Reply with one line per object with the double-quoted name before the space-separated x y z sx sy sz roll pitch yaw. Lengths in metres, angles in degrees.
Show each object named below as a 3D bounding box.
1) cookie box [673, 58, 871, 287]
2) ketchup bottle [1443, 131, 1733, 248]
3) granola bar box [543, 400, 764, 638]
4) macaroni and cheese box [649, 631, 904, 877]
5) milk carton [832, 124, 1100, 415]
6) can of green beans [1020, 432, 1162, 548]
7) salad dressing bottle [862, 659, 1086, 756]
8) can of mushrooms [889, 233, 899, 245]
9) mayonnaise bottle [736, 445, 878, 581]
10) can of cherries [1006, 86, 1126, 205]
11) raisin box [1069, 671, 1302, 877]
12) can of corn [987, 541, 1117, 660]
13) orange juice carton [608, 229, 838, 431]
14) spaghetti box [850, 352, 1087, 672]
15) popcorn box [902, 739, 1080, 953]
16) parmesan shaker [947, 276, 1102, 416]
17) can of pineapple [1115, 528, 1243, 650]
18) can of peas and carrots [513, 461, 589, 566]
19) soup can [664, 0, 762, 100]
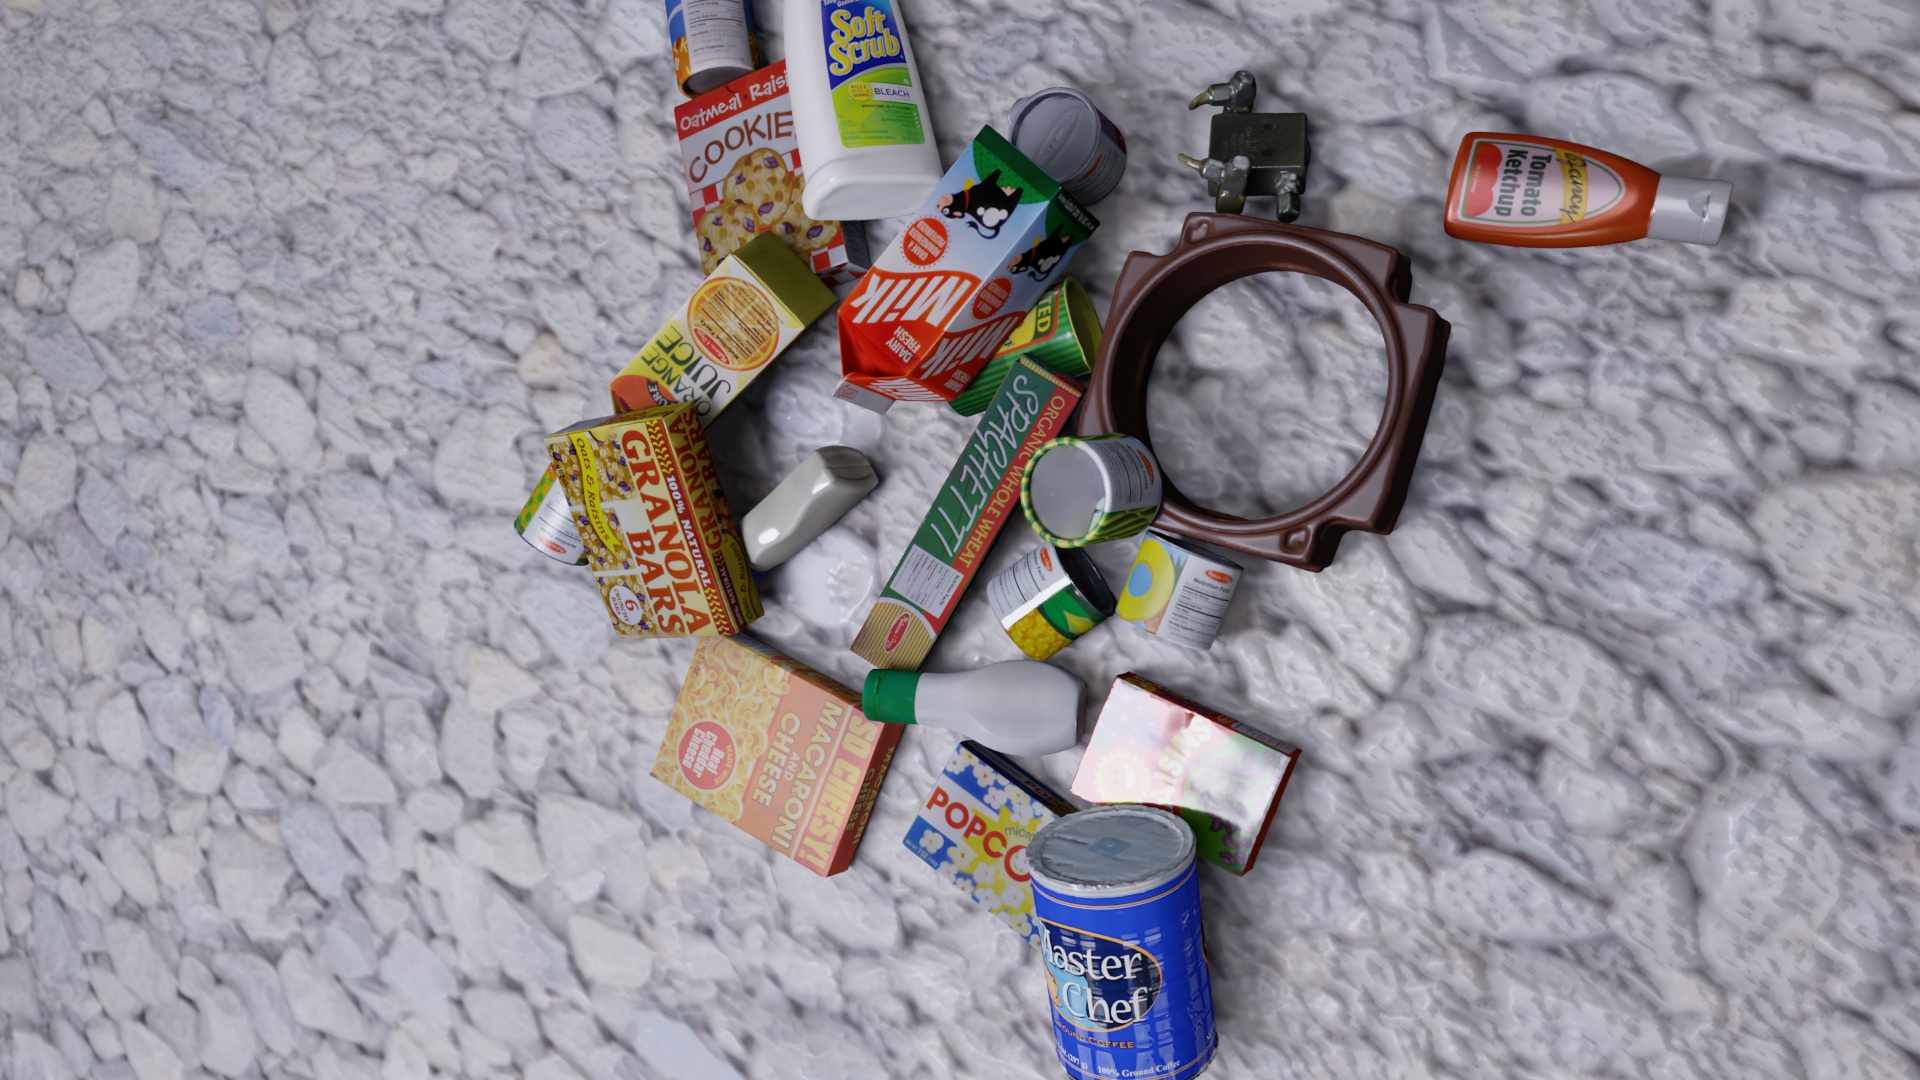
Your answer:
"cookie box" -0.143 -0.265 1.044 0.123 0.040 0.167 -15 81 23
"ketchup bottle" 0.364 -0.200 0.811 0.149 0.043 0.064 14 93 24
"granola bar box" -0.222 -0.010 1.007 0.124 0.039 0.165 -5 109 34
"macaroni and cheese box" -0.134 0.151 1.017 0.166 0.040 0.123 24 97 24
"milk carton" -0.007 -0.159 0.888 0.073 0.072 0.190 45 103 24
"can of green beans" 0.078 -0.030 0.834 0.071 0.058 0.071 5 99 38
"salad dressing bottle" 0.009 0.110 0.937 0.148 0.043 0.064 4 65 14
"can of mushrooms" -0.020 -0.188 0.988 0.071 0.033 0.071 -1 87 23
"mayonnaise bottle" -0.129 -0.012 1.012 0.147 0.065 0.041 -38 74 28
"can of cherries" 0.071 -0.267 0.938 0.071 0.058 0.071 -1 88 25
"raisin box" 0.144 0.148 0.893 0.123 0.040 0.086 23 98 22
"can of corn" 0.061 0.039 0.923 0.058 0.071 0.071 -37 74 19
"orange juice carton" -0.186 -0.132 1.016 0.073 0.072 0.192 46 119 -9
"spaghetti box" 0.003 -0.012 0.936 0.050 0.029 0.249 32 114 4
"popcorn box" 0.034 0.204 0.939 0.127 0.038 0.085 33 100 22
"parmesan shaker" 0.039 -0.127 0.938 0.103 0.071 0.071 -18 80 22
"can of pineapple" 0.139 0.031 0.888 0.071 0.071 0.057 24 98 23
"can of peas and carrots" -0.307 -0.023 1.092 0.071 0.071 0.058 39 103 21
"soup can" -0.189 -0.386 1.060 0.071 0.071 0.084 -12 83 23
